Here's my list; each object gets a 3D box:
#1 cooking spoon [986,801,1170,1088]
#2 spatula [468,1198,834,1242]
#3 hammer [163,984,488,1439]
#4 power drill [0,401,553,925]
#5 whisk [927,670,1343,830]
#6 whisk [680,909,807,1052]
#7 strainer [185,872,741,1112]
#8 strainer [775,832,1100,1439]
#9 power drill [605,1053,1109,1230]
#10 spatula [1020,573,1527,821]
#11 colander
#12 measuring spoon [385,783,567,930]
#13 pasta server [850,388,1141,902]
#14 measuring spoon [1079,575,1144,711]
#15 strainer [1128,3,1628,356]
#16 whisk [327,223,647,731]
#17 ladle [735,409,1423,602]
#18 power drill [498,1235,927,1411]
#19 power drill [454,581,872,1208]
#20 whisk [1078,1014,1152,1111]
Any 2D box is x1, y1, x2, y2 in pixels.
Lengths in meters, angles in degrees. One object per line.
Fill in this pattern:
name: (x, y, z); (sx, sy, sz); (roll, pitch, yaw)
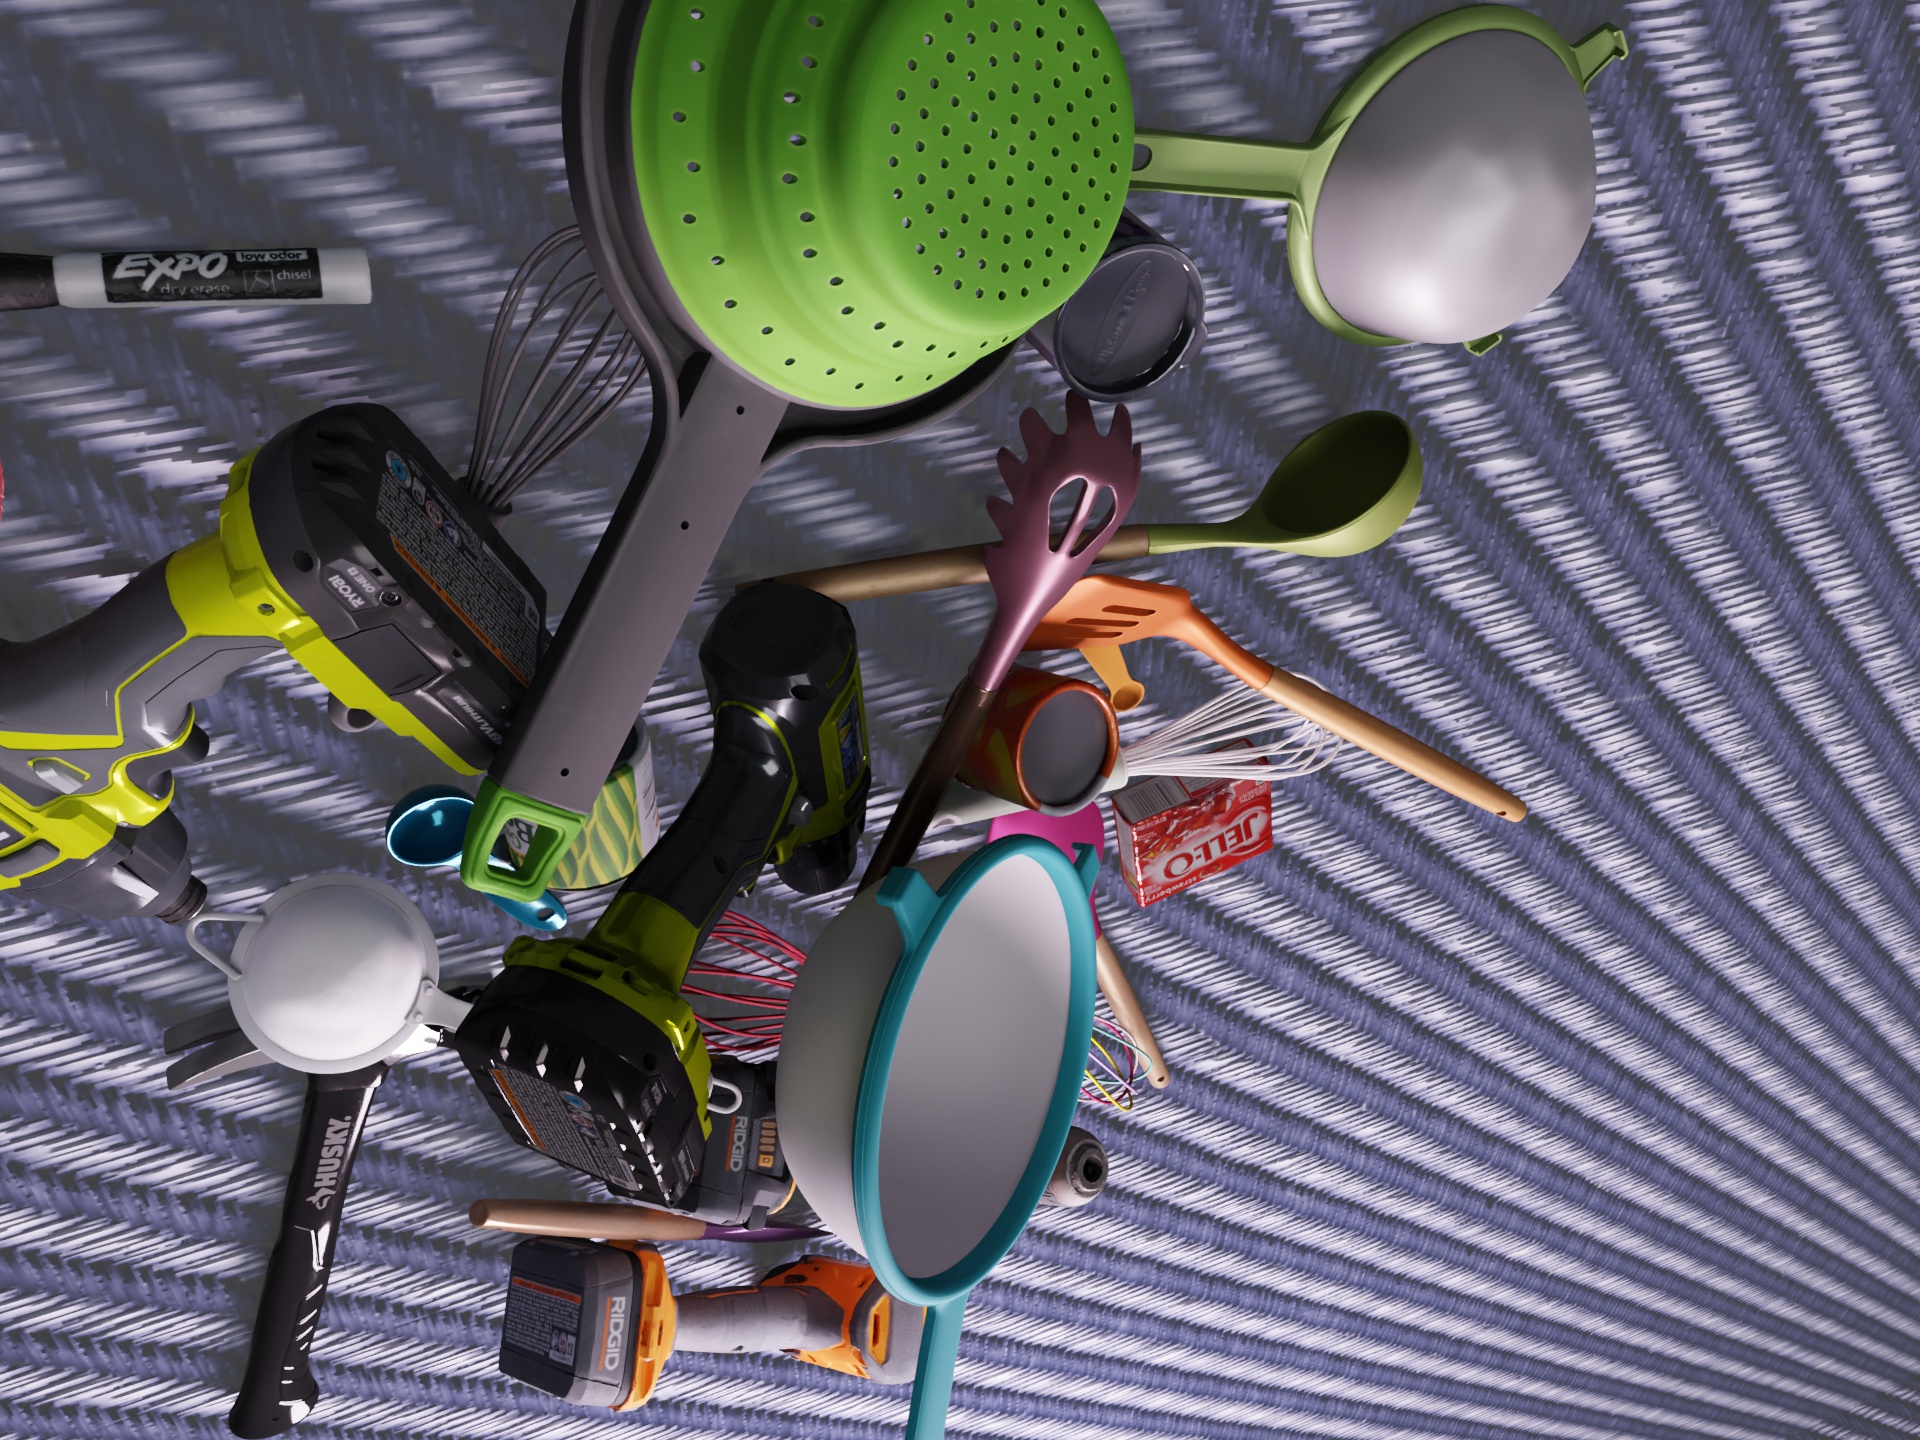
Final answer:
cooking spoon: (0.084, 0.140, 0.949); (0.069, 0.017, 0.318); (-29, 135, -2)
spatula: (-0.157, 0.276, 0.871); (0.060, 0.018, 0.315); (-10, 158, 23)
hammer: (-0.336, 0.259, 0.806); (0.146, 0.035, 0.334); (3, 126, -32)
power drill: (-0.265, -0.006, 0.563); (0.223, 0.080, 0.171); (-21, 136, 11)
whisk: (0.089, 0.020, 0.830); (0.246, 0.059, 0.057); (-12, 162, -14)
whisk: (-0.067, 0.152, 0.849); (0.295, 0.073, 0.073); (23, 114, -47)
strainer: (-0.212, 0.134, 0.711); (0.258, 0.050, 0.087); (24, 78, -24)
strainer: (-0.032, 0.212, 0.737); (0.211, 0.095, 0.340); (1, 99, -61)
power drill: (-0.050, 0.229, 0.849); (0.226, 0.084, 0.185); (16, 163, -37)
spatula: (0.168, -0.004, 0.794); (0.322, 0.041, 0.081); (25, 147, -24)
colander: (-0.049, -0.110, 0.506); (0.204, 0.095, 0.397); (25, 91, -43)
measuring spoon: (-0.215, 0.063, 0.720); (0.042, 0.021, 0.128); (-33, 145, -2)
pasta server: (-0.001, -0.002, 0.716); (0.060, 0.040, 0.316); (13, 126, -20)
measuring spoon: (0.064, -0.044, 0.786); (0.021, 0.011, 0.116); (-34, 132, 1)
strainer: (0.173, -0.213, 0.654); (0.256, 0.069, 0.151); (-5, 130, -27)
whisk: (-0.180, -0.082, 0.589); (0.055, 0.055, 0.239); (18, 121, -39)
ladle: (0.057, -0.089, 0.712); (0.320, 0.078, 0.062); (-10, 122, -13)
power drill: (-0.146, 0.347, 0.930); (0.226, 0.084, 0.164); (14, 162, -34)
power drill: (-0.104, 0.079, 0.673); (0.190, 0.080, 0.229); (89, 24, -53)
whisk: (0.044, 0.170, 0.930); (0.051, 0.047, 0.244); (-12, 141, 33)
